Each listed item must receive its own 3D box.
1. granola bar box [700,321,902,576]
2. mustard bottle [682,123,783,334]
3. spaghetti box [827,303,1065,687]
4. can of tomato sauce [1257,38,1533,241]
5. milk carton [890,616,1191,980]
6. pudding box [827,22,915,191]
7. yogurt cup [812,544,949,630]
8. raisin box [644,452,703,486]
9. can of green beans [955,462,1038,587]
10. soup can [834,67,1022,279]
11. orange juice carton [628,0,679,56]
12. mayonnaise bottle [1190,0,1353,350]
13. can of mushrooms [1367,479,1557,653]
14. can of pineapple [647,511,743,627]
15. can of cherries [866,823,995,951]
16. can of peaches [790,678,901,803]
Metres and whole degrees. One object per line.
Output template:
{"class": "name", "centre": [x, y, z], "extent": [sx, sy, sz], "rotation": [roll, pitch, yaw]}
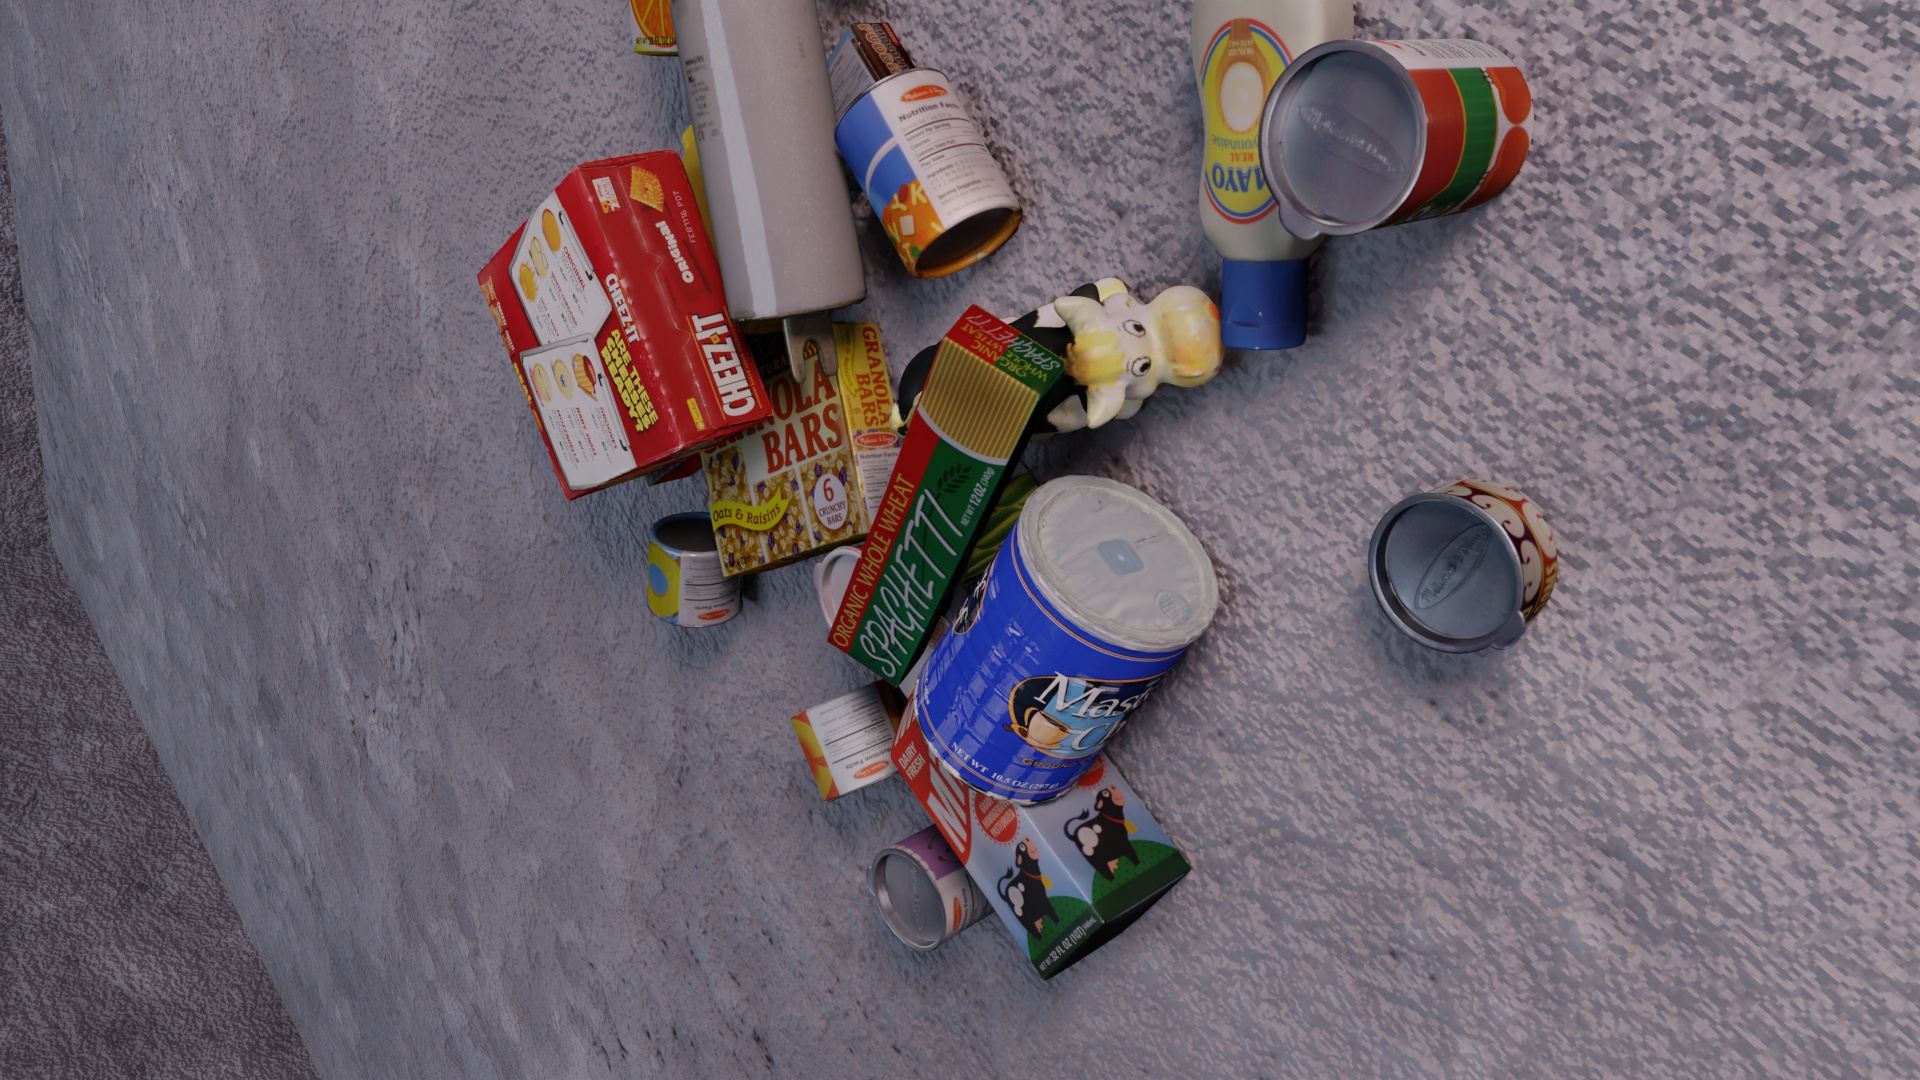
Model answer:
{"class": "granola bar box", "centre": [-0.102, -0.052, 0.854], "extent": [0.165, 0.039, 0.124], "rotation": [-16, 83, 49]}
{"class": "mustard bottle", "centre": [-0.130, -0.202, 0.828], "extent": [0.048, 0.065, 0.160], "rotation": [-37, 71, 53]}
{"class": "spaghetti box", "centre": [-0.014, -0.009, 0.678], "extent": [0.050, 0.029, 0.248], "rotation": [33, 140, 6]}
{"class": "can of tomato sauce", "centre": [0.160, -0.147, 0.510], "extent": [0.071, 0.083, 0.071], "rotation": [20, 118, 42]}
{"class": "milk carton", "centre": [0.029, 0.132, 0.763], "extent": [0.191, 0.074, 0.072], "rotation": [52, 136, 22]}
{"class": "pudding box", "centre": [-0.058, -0.235, 0.758], "extent": [0.083, 0.030, 0.050], "rotation": [-44, 72, 46]}
{"class": "yogurt cup", "centre": [-0.043, 0.031, 0.820], "extent": [0.072, 0.054, 0.072], "rotation": [20, 118, 42]}
{"class": "raisin box", "centre": [-0.204, -0.110, 0.958], "extent": [0.086, 0.040, 0.123], "rotation": [-26, 86, 50]}
{"class": "can of green beans", "centre": [0.003, -0.012, 0.751], "extent": [0.071, 0.058, 0.071], "rotation": [19, 118, 42]}
{"class": "soup can", "centre": [-0.017, -0.184, 0.706], "extent": [0.071, 0.071, 0.084], "rotation": [-40, 74, 47]}
{"class": "orange juice carton", "centre": [-0.139, -0.368, 0.766], "extent": [0.072, 0.073, 0.192], "rotation": [19, 117, 43]}
{"class": "mayonnaise bottle", "centre": [0.127, -0.155, 0.575], "extent": [0.065, 0.041, 0.147], "rotation": [14, 113, 43]}
{"class": "can of mushrooms", "centre": [0.203, 0.011, 0.559], "extent": [0.071, 0.033, 0.070], "rotation": [19, 116, 43]}
{"class": "can of pineapple", "centre": [-0.184, 0.019, 0.962], "extent": [0.071, 0.071, 0.057], "rotation": [30, 124, 37]}
{"class": "can of cherries", "centre": [-0.013, 0.206, 0.849], "extent": [0.071, 0.058, 0.071], "rotation": [21, 120, 42]}
{"class": "can of peaches", "centre": [-0.067, 0.125, 0.873], "extent": [0.071, 0.071, 0.058], "rotation": [-30, 82, 49]}
